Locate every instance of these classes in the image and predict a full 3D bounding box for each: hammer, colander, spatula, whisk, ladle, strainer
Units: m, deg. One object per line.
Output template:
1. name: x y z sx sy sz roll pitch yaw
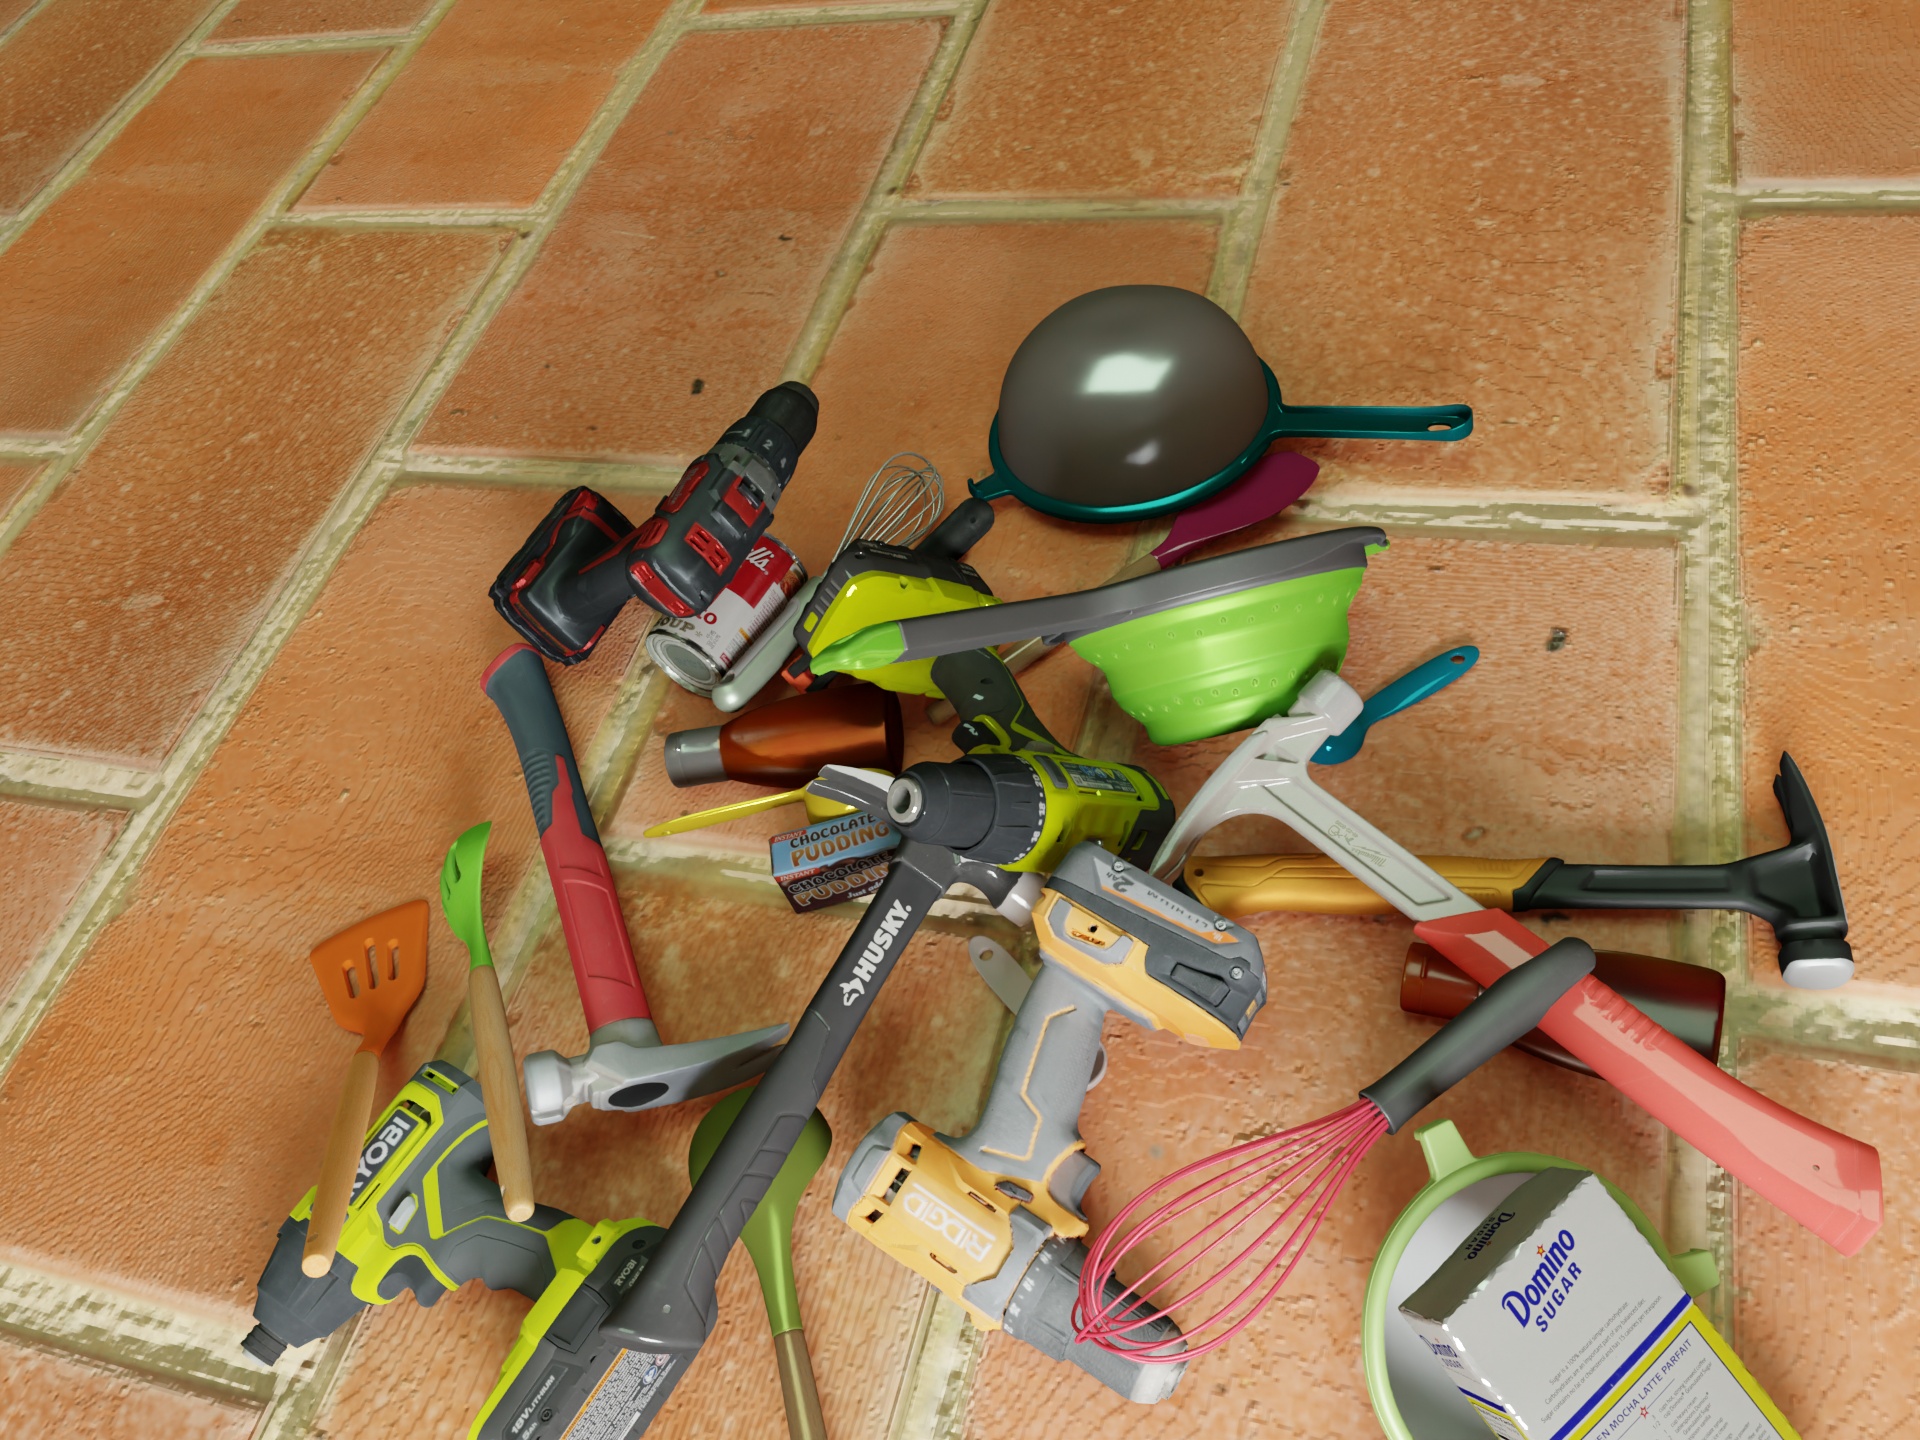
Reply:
1. hammer: -0.224 0.077 0.983 0.143 0.038 0.387 -8 42 -21
2. colander: 0.092 -0.027 0.868 0.397 0.094 0.204 -12 -2 -40
3. spatula: -0.337 0.194 0.878 0.081 0.041 0.323 -25 22 -5
4. whisk: 0.170 0.186 0.707 0.296 0.073 0.073 -34 52 -11
5. ladle: -0.074 0.324 0.765 0.078 0.062 0.320 -18 57 1
6. strainer: 0.171 -0.234 1.083 0.340 0.095 0.211 6 51 25
7. whisk: -0.087 -0.094 1.074 0.058 0.059 0.246 1 45 49
8. strainer: 0.211 0.309 0.682 0.151 0.069 0.256 27 78 -6
9. hammer: -0.080 0.166 0.811 0.146 0.035 0.335 36 54 -5
10. hammer: 0.264 0.127 0.769 0.359 0.036 0.149 40 85 29
11. hammer: 0.284 0.081 0.856 0.337 0.034 0.127 -2 53 14

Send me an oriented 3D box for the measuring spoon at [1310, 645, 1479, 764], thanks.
1. measuring spoon: 0.255 -0.017 0.948 0.128 0.021 0.042 -29 51 -7

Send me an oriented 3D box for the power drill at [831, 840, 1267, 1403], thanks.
1. power drill: 0.069 0.196 0.779 0.185 0.084 0.226 29 78 23

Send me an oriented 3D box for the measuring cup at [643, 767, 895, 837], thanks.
1. measuring cup: -0.113 0.062 0.959 0.156 0.062 0.029 -13 70 0

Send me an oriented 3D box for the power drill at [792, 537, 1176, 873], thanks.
1. power drill: -0.001 -0.003 0.902 0.080 0.190 0.229 -55 50 24

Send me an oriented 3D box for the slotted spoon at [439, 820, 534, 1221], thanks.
1. slotted spoon: -0.264 0.157 0.888 0.031 0.070 0.314 10 26 -28

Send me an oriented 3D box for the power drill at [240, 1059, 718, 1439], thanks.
1. power drill: -0.251 0.290 0.811 0.223 0.080 0.171 19 59 32

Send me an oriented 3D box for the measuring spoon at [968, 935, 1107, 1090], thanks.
1. measuring spoon: 0.040 0.161 0.875 0.034 0.018 0.124 -35 45 -9

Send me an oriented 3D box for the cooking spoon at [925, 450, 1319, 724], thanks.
1. cooking spoon: 0.108 -0.090 1.049 0.319 0.017 0.069 -34 41 -13

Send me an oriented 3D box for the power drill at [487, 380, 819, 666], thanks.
1. power drill: -0.197 -0.133 1.059 0.227 0.080 0.188 -13 39 46
